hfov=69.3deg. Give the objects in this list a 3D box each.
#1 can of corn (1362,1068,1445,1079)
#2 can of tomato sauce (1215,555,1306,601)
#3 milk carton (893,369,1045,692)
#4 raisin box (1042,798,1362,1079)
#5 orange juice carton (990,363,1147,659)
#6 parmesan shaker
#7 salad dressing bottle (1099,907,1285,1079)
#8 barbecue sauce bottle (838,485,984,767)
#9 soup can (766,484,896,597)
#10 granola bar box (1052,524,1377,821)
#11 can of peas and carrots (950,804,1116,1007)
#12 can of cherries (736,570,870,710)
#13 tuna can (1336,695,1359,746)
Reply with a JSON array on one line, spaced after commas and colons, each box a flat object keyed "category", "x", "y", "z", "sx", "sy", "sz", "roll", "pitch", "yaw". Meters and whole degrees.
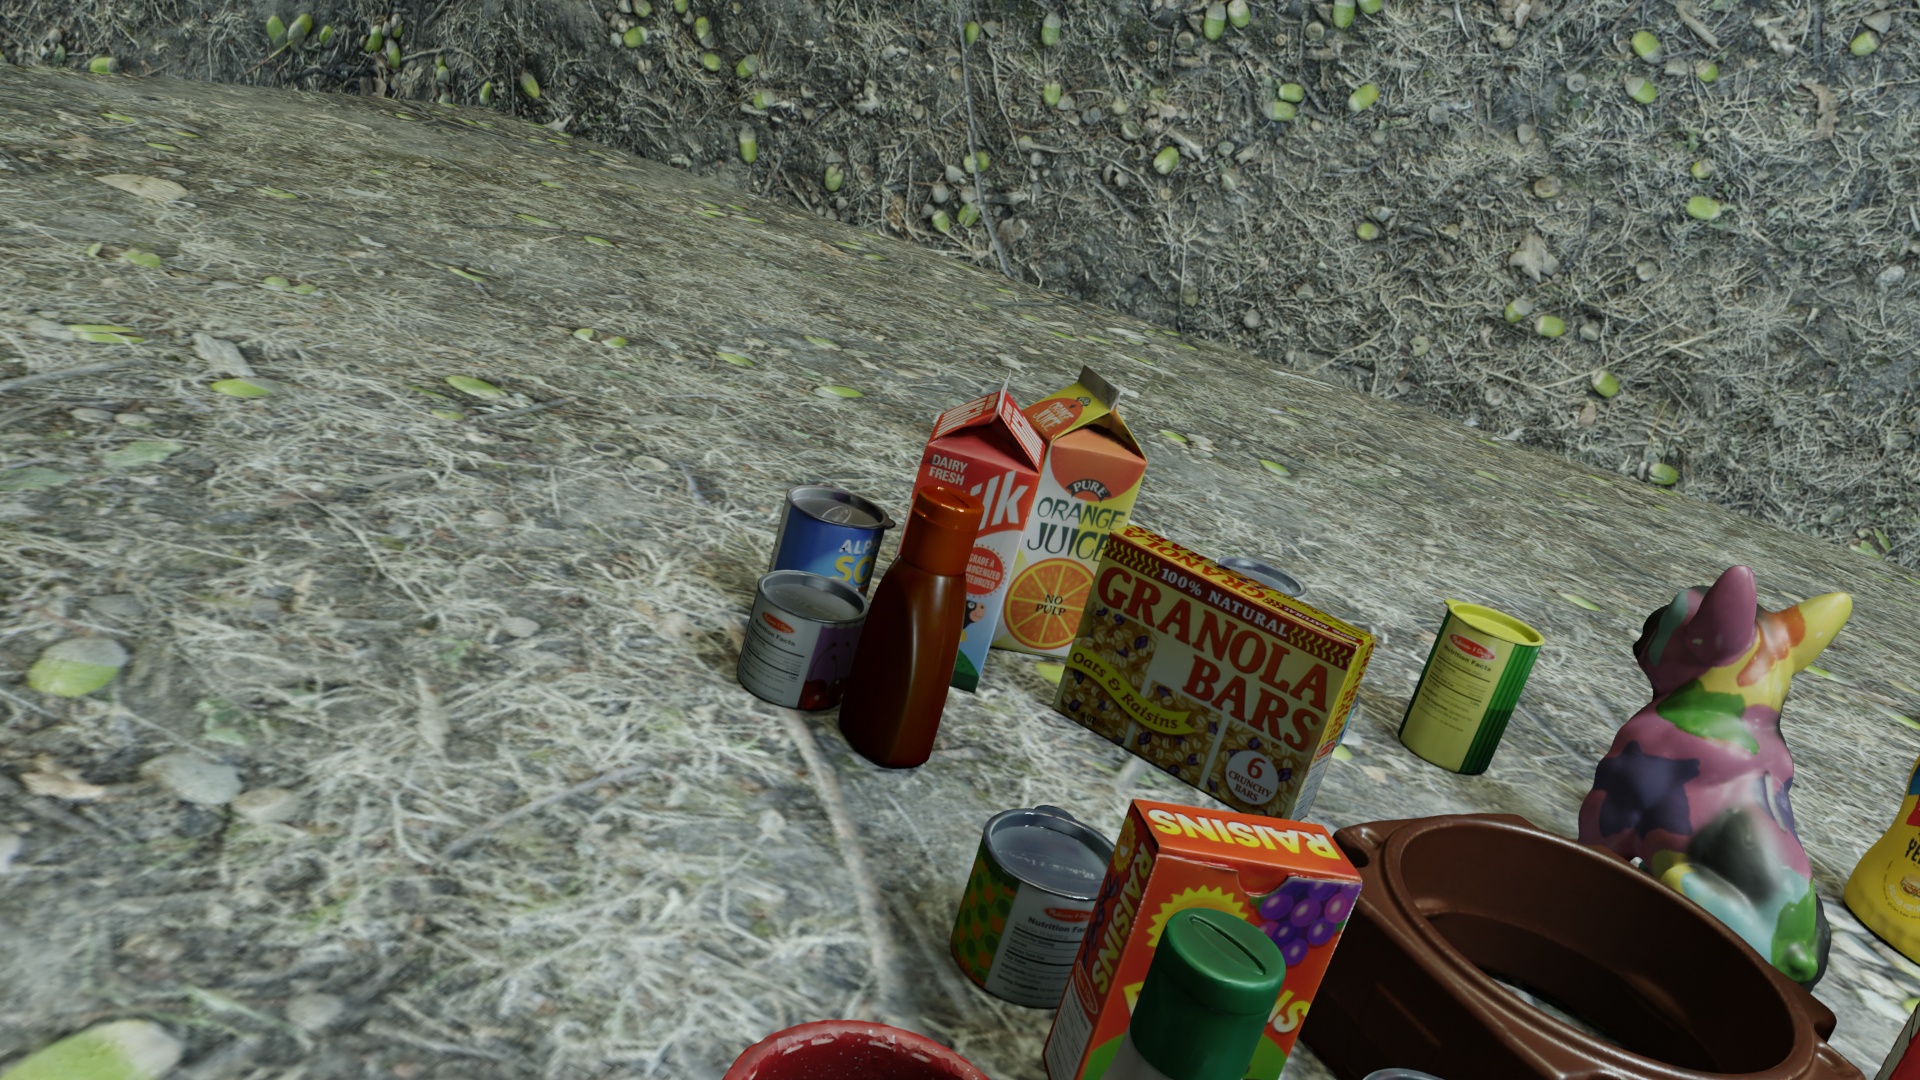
[{"category": "can of corn", "x": 0.167, "y": 0.236, "z": 0.499, "sx": 0.071, "sy": 0.058, "sz": 0.071, "roll": 15, "pitch": 18, "yaw": -5}, {"category": "can of tomato sauce", "x": 0.201, "y": 0.061, "z": 0.995, "sx": 0.071, "sy": 0.082, "sz": 0.071, "roll": 15, "pitch": 18, "yaw": -5}, {"category": "milk carton", "x": 0.003, "y": -0.011, "z": 0.867, "sx": 0.073, "sy": 0.189, "sz": 0.072, "roll": 16, "pitch": 18, "yaw": 0}, {"category": "raisin box", "x": 0.091, "y": 0.166, "z": 0.536, "sx": 0.086, "sy": 0.123, "sz": 0.040, "roll": 11, "pitch": 18, "yaw": -14}, {"category": "orange juice carton", "x": 0.068, "y": -0.022, "z": 0.950, "sx": 0.073, "sy": 0.192, "sz": 0.072, "roll": 10, "pitch": 19, "yaw": -18}, {"category": "parmesan shaker", "x": 0.354, "y": 0.102, "z": 0.973, "sx": 0.071, "sy": 0.102, "sz": 0.071, "roll": 15, "pitch": 18, "yaw": -5}, {"category": "salad dressing bottle", "x": 0.057, "y": 0.182, "z": 0.422, "sx": 0.044, "sy": 0.147, "sz": 0.064, "roll": -2, "pitch": 26, "yaw": -45}, {"category": "barbecue sauce bottle", "x": -0.024, "y": 0.045, "z": 0.750, "sx": 0.044, "sy": 0.148, "sz": 0.065, "roll": 3, "pitch": 22, "yaw": -36}, {"category": "soup can", "x": -0.085, "y": 0.016, "z": 0.882, "sx": 0.071, "sy": 0.083, "sz": 0.071, "roll": 15, "pitch": 18, "yaw": -5}, {"category": "granola bar box", "x": 0.147, "y": 0.079, "z": 0.831, "sx": 0.166, "sy": 0.123, "sz": 0.039, "roll": 26, "pitch": 20, "yaw": 28}, {"category": "can of peas and carrots", "x": 0.034, "y": 0.159, "z": 0.610, "sx": 0.071, "sy": 0.058, "sz": 0.071, "roll": 15, "pitch": 18, "yaw": -5}, {"category": "can of cherries", "x": -0.089, "y": 0.057, "z": 0.802, "sx": 0.071, "sy": 0.058, "sz": 0.072, "roll": 15, "pitch": 18, "yaw": -5}, {"category": "tuna can", "x": 0.234, "y": 0.112, "z": 0.954, "sx": 0.071, "sy": 0.032, "sz": 0.071, "roll": 15, "pitch": 18, "yaw": -5}]
